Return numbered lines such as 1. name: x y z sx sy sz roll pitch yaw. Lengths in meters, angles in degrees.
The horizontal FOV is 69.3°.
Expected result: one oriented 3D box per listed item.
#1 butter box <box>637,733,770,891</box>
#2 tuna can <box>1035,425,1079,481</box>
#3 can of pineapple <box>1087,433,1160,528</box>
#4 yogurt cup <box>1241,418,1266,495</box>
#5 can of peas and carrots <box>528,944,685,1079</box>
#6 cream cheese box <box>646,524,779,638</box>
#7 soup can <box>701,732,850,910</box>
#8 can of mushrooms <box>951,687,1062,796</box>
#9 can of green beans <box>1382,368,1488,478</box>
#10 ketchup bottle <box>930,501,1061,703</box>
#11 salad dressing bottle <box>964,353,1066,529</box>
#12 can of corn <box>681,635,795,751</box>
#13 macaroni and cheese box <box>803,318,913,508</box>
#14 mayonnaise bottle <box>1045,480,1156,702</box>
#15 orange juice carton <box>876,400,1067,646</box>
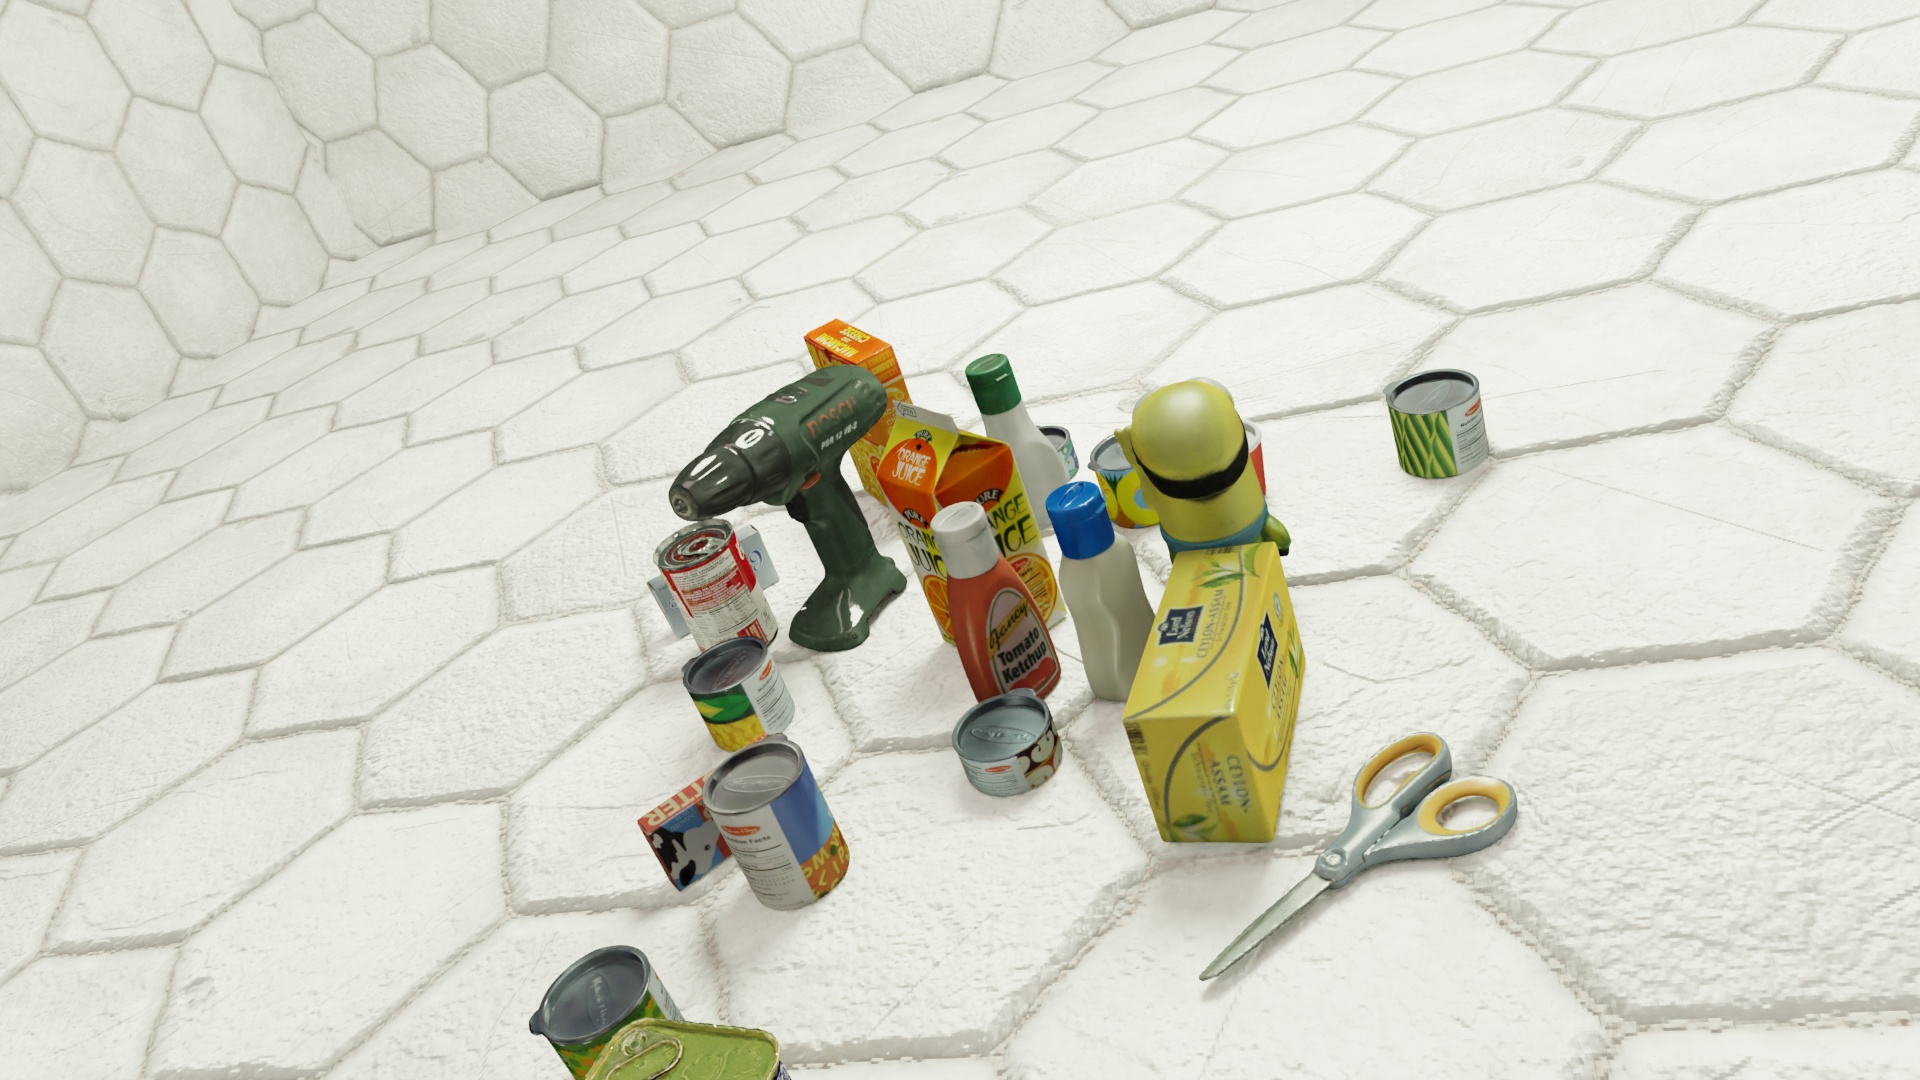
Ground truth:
1. butter box: -0.155 0.178 0.913 0.104 0.053 0.024 -34 31 -22
2. tuna can: 0.068 -0.072 1.218 0.071 0.032 0.071 -16 29 9
3. can of pineapple: 0.141 -0.050 1.108 0.071 0.057 0.071 -16 29 9
4. yogurt cup: 0.205 -0.055 1.079 0.072 0.053 0.073 -16 29 9
5. can of peas and carrots: -0.193 0.271 0.771 0.071 0.058 0.071 -16 29 9
6. cream cheese box: -0.212 0.035 1.195 0.104 0.053 0.024 -31 30 -19
7. soup can: -0.112 0.174 0.860 0.071 0.083 0.072 -16 29 9
8. can of mushrooms: 0.032 0.130 0.895 0.071 0.033 0.071 -16 29 9
9. can of green beans: 0.355 -0.087 1.032 0.071 0.057 0.071 -16 29 9
10. ketchup bottle: 0.020 0.045 0.929 0.065 0.148 0.043 -36 32 -26
11. salad dressing bottle: 0.044 -0.080 1.128 0.064 0.147 0.044 -32 30 -19
12. can of corn: -0.164 0.113 1.024 0.071 0.058 0.071 -16 29 9
13. macaroni and cheese box: -0.074 -0.103 1.225 0.040 0.165 0.124 -30 30 -16
14. mayonnaise bottle: 0.093 0.032 0.905 0.041 0.147 0.065 3 37 37
15. orange juice carton: 0.004 -0.012 0.992 0.073 0.192 0.072 -35 31 -24
